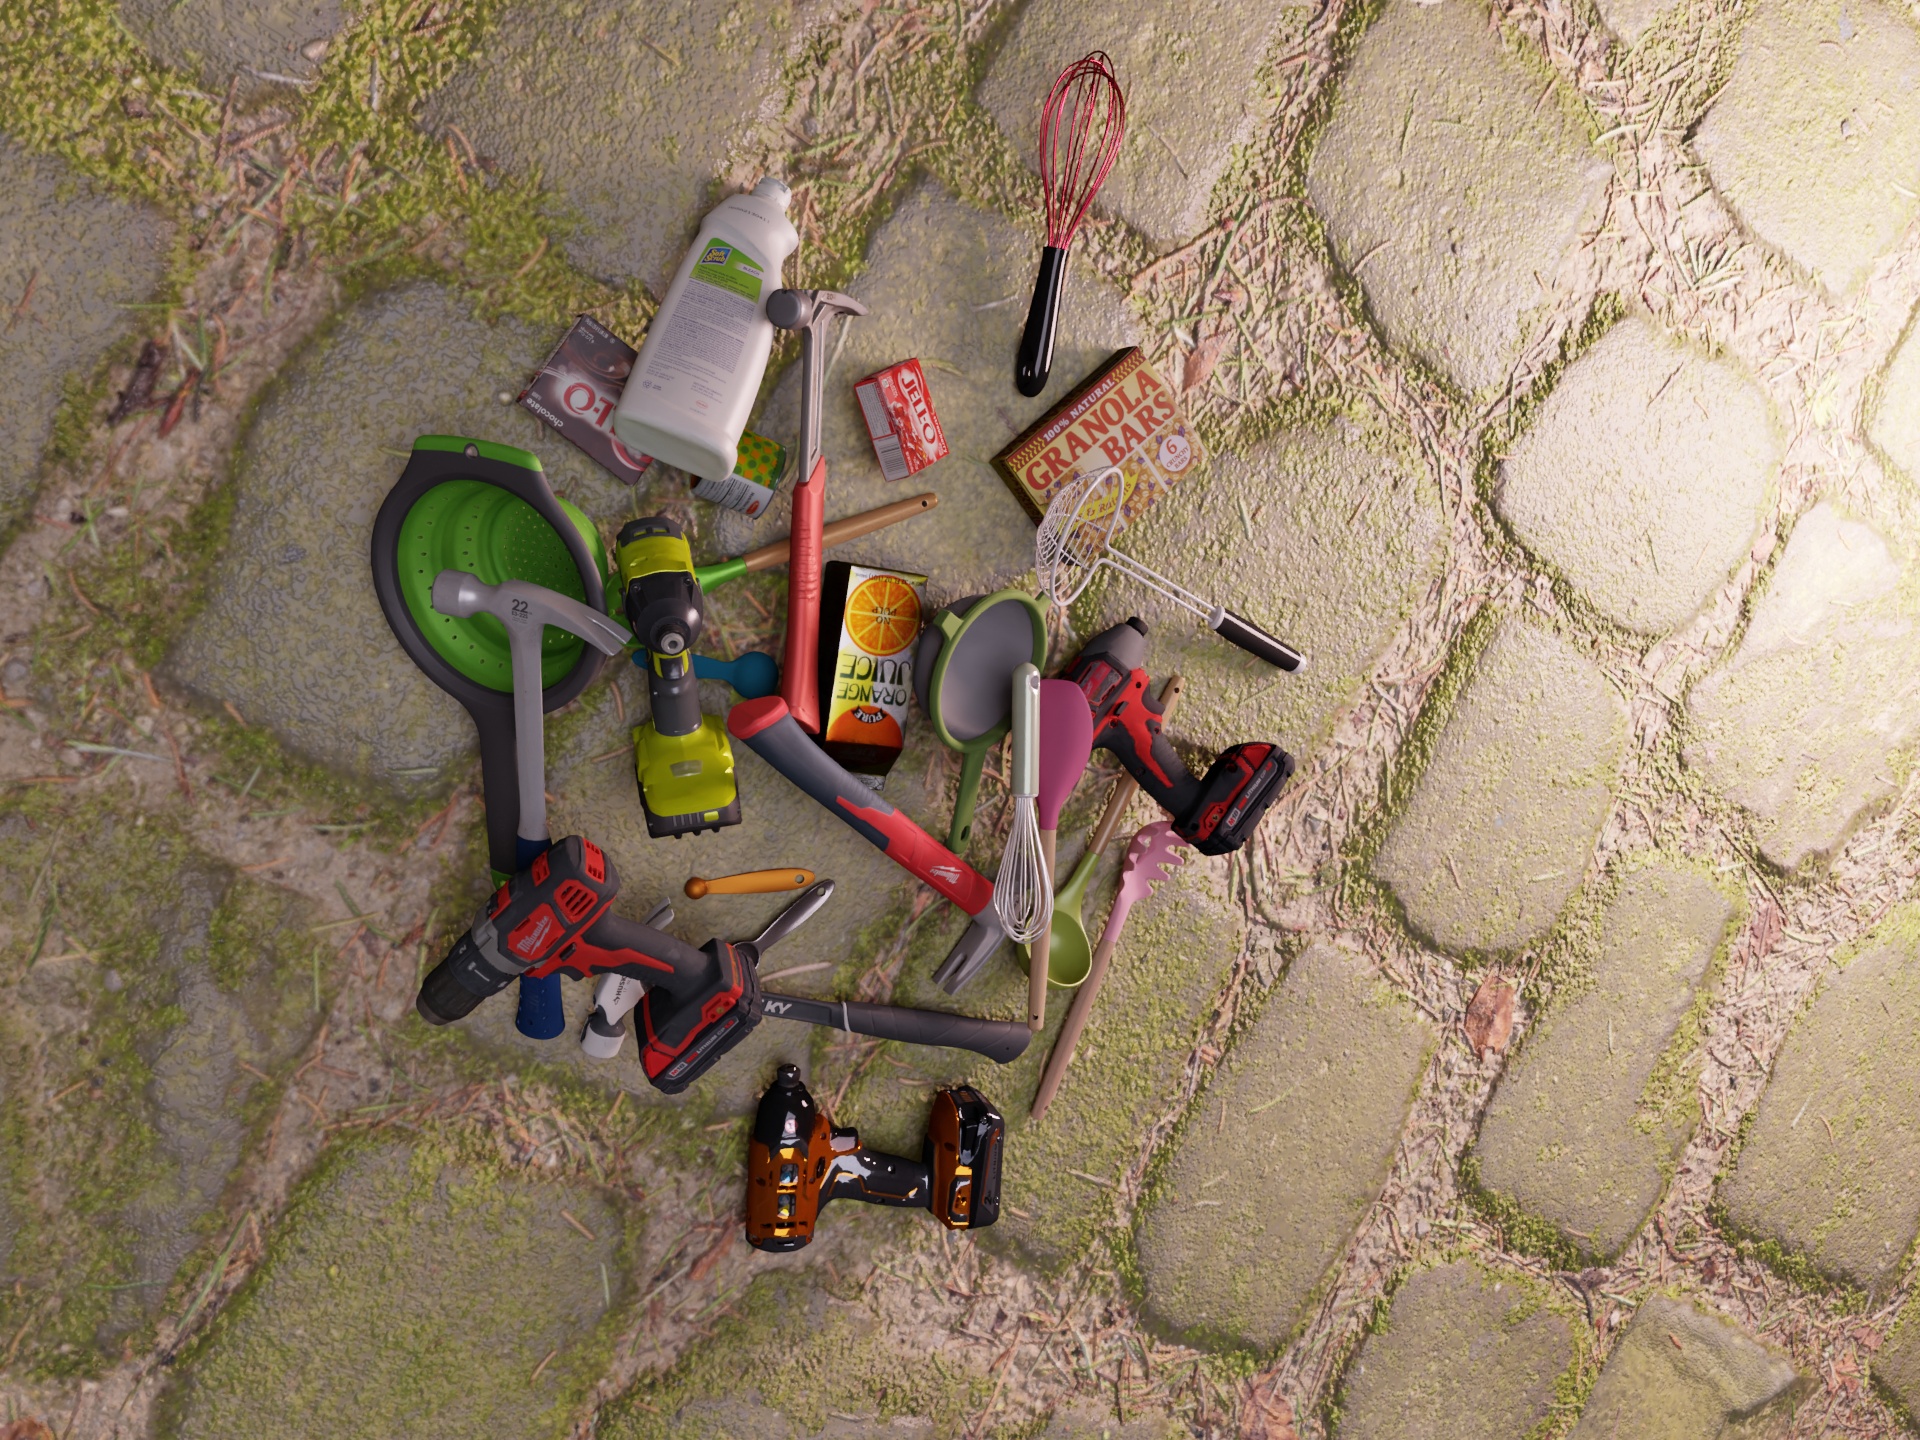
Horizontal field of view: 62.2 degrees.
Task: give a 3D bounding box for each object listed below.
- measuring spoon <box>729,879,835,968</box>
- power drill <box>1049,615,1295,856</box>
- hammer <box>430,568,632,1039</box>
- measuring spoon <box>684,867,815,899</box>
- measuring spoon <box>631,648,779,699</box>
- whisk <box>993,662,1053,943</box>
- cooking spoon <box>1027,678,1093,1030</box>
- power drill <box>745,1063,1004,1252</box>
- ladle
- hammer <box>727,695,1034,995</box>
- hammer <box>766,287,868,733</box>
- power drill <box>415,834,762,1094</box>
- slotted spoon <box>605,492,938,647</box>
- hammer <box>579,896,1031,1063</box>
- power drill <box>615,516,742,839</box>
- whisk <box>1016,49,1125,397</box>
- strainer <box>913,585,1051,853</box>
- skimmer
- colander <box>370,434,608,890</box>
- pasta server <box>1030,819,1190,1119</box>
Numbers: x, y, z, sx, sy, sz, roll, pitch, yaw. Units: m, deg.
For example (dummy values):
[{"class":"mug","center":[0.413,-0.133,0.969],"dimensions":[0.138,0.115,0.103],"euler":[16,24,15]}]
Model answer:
[{"class":"measuring spoon","center":[-0.161,0.180,1.408],"dimensions":[0.124,0.018,0.034],"euler":[-39,120,-18]},{"class":"power drill","center":[0.187,0.013,1.456],"dimensions":[0.219,0.078,0.143],"euler":[37,79,-3]},{"class":"hammer","center":[-0.326,0.081,1.232],"dimensions":[0.144,0.035,0.405],"euler":[12,119,10]},{"class":"measuring spoon","center":[-0.183,0.143,1.391],"dimensions":[0.117,0.011,0.021],"euler":[-4,100,-21]},{"class":"measuring spoon","center":[-0.213,-0.043,1.344],"dimensions":[0.128,0.021,0.042],"euler":[8,95,-24]},{"class":"whisk","center":[0.055,0.073,1.391],"dimensions":[0.057,0.059,0.246],"euler":[-1,92,-50]},{"class":"cooking spoon","center":[0.077,0.122,1.421],"dimensions":[0.069,0.017,0.319],"euler":[4,97,9]},{"class":"power drill","center":[-0.079,0.387,1.436],"dimensions":[0.226,0.084,0.164],"euler":[1,98,-17]},{"class":"ladle","center":[0.142,0.102,1.488],"dimensions":[0.078,0.062,0.320],"euler":[28,85,-19]},{"class":"hammer","center":[-0.072,0.103,1.343],"dimensions":[0.143,0.038,0.385],"euler":[-53,133,-5]},{"class":"hammer","center":[-0.122,-0.168,1.307],"dimensions":[0.037,0.149,0.359],"euler":[6,101,16]},{"class":"power drill","center":[-0.289,0.206,1.245],"dimensions":[0.188,0.080,0.226],"euler":[-42,125,12]},{"class":"slotted spoon","center":[-0.159,-0.138,1.348],"dimensions":[0.313,0.031,0.070],"euler":[-22,107,-18]},{"class":"hammer","center":[-0.118,0.255,1.410],"dimensions":[0.408,0.036,0.149],"euler":[14,111,-25]},{"class":"power drill","center":[-0.224,-0.026,1.241],"dimensions":[0.080,0.171,0.223],"euler":[-9,122,-11]},{"class":"whisk","center":[0.087,-0.429,1.381],"dimensions":[0.073,0.073,0.296],"euler":[7,101,-22]},{"class":"strainer","center":[-0.002,-0.005,1.416],"dimensions":[0.151,0.069,0.256],"euler":[-18,126,-46]},{"class":"skimmer","center":[0.206,-0.111,1.430],"dimensions":[0.363,0.090,0.127],"euler":[25,91,-32]},{"class":"colander","center":[-0.344,-0.039,1.258],"dimensions":[0.204,0.094,0.396],"euler":[12,117,16]},{"class":"pasta server","center":[0.136,0.237,1.516],"dimensions":[0.060,0.040,0.316],"euler":[20,92,-44]}]
